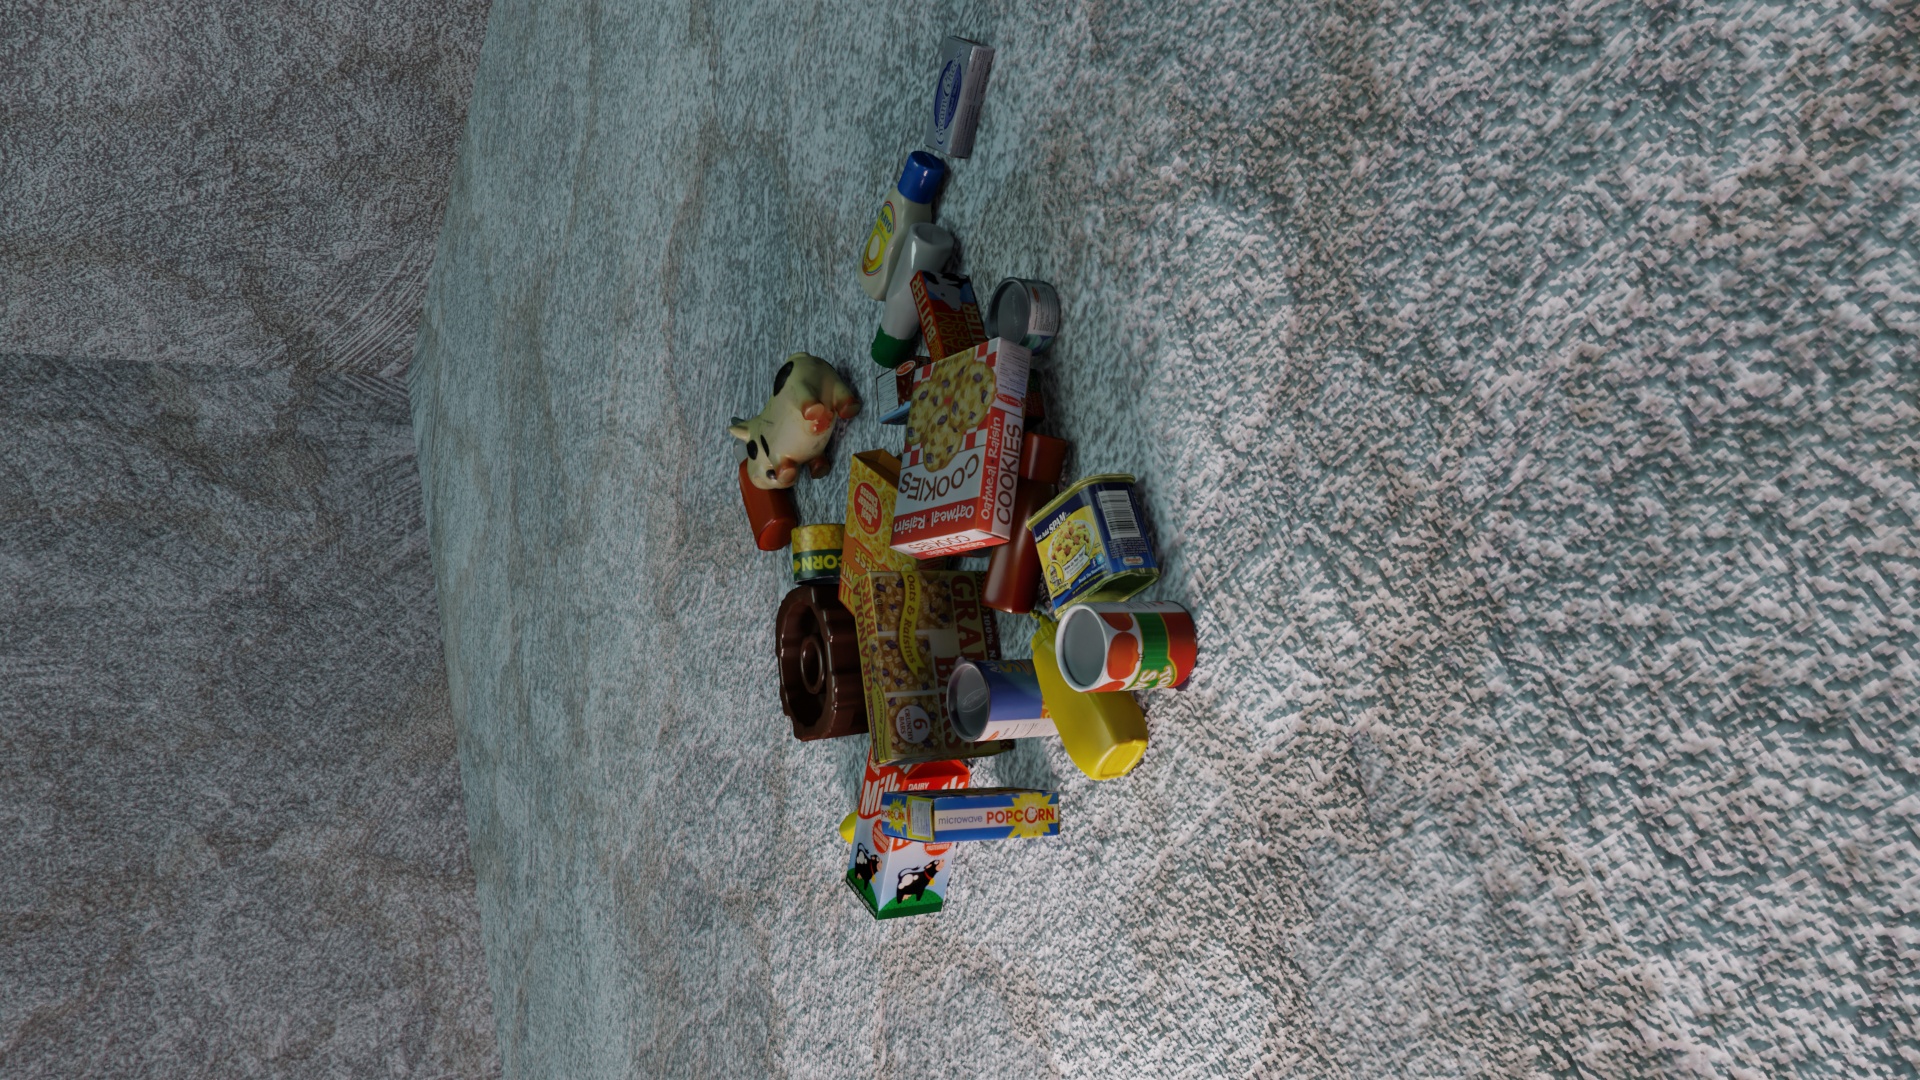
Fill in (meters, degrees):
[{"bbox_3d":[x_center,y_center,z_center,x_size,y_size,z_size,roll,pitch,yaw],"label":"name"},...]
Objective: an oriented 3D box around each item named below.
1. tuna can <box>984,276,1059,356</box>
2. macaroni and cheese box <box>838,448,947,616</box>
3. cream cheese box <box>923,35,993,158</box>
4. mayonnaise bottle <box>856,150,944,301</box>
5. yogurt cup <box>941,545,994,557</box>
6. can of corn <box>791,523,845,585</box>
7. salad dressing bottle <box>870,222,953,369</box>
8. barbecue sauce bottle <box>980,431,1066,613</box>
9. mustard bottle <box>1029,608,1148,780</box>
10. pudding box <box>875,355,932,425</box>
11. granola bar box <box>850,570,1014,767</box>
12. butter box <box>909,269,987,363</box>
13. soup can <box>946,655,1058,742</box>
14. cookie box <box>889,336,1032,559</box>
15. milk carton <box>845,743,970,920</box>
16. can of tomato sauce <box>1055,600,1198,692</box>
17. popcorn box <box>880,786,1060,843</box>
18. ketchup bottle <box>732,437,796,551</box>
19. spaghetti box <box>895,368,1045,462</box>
[{"bbox_3d":[0.052,-0.190,1.189,0.071,0.033,0.071,-2,87,58],"label":"tuna can"},{"bbox_3d":[-0.065,0.013,1.331,0.124,0.040,0.165,38,130,43],"label":"macaroni and cheese box"},{"bbox_3d":[-0.003,-0.412,1.291,0.053,0.024,0.103,42,124,51],"label":"cream cheese box"},{"bbox_3d":[-0.058,-0.309,1.363,0.147,0.041,0.065,-63,39,37],"label":"mayonnaise bottle"},{"bbox_3d":[0.004,-0.015,1.235,0.054,0.072,0.072,14,101,49],"label":"yogurt cup"},{"bbox_3d":[-0.145,0.015,1.470,0.071,0.071,0.058,-17,74,57],"label":"can of corn"},{"bbox_3d":[-0.050,-0.234,1.343,0.064,0.044,0.146,-92,20,-48],"label":"salad dressing bottle"},{"bbox_3d":[0.055,-0.015,1.158,0.044,0.065,0.148,15,96,19],"label":"barbecue sauce bottle"},{"bbox_3d":[0.093,0.111,1.101,0.065,0.049,0.161,-61,40,37],"label":"mustard bottle"},{"bbox_3d":[-0.050,-0.145,1.357,0.083,0.030,0.050,-19,72,57],"label":"pudding box"},{"bbox_3d":[-0.024,0.109,1.219,0.039,0.124,0.166,-29,65,54],"label":"granola bar box"},{"bbox_3d":[-0.009,-0.199,1.268,0.024,0.053,0.104,-47,51,50],"label":"butter box"},{"bbox_3d":[0.040,0.129,1.152,0.071,0.084,0.071,-2,87,58],"label":"soup can"},{"bbox_3d":[0.000,-0.075,1.174,0.122,0.040,0.168,-12,66,52],"label":"cookie box"},{"bbox_3d":[-0.047,0.252,1.301,0.072,0.073,0.190,33,116,54],"label":"milk carton"},{"bbox_3d":[0.122,0.079,1.022,0.071,0.083,0.071,-3,87,58],"label":"can of tomato sauce"},{"bbox_3d":[0.008,0.229,1.162,0.085,0.127,0.038,-12,76,57],"label":"popcorn box"},{"bbox_3d":[-0.235,-0.062,1.641,0.064,0.043,0.149,-56,44,40],"label":"ketchup bottle"},{"bbox_3d":[-0.002,-0.088,1.279,0.249,0.029,0.050,-32,62,54],"label":"spaghetti box"}]
